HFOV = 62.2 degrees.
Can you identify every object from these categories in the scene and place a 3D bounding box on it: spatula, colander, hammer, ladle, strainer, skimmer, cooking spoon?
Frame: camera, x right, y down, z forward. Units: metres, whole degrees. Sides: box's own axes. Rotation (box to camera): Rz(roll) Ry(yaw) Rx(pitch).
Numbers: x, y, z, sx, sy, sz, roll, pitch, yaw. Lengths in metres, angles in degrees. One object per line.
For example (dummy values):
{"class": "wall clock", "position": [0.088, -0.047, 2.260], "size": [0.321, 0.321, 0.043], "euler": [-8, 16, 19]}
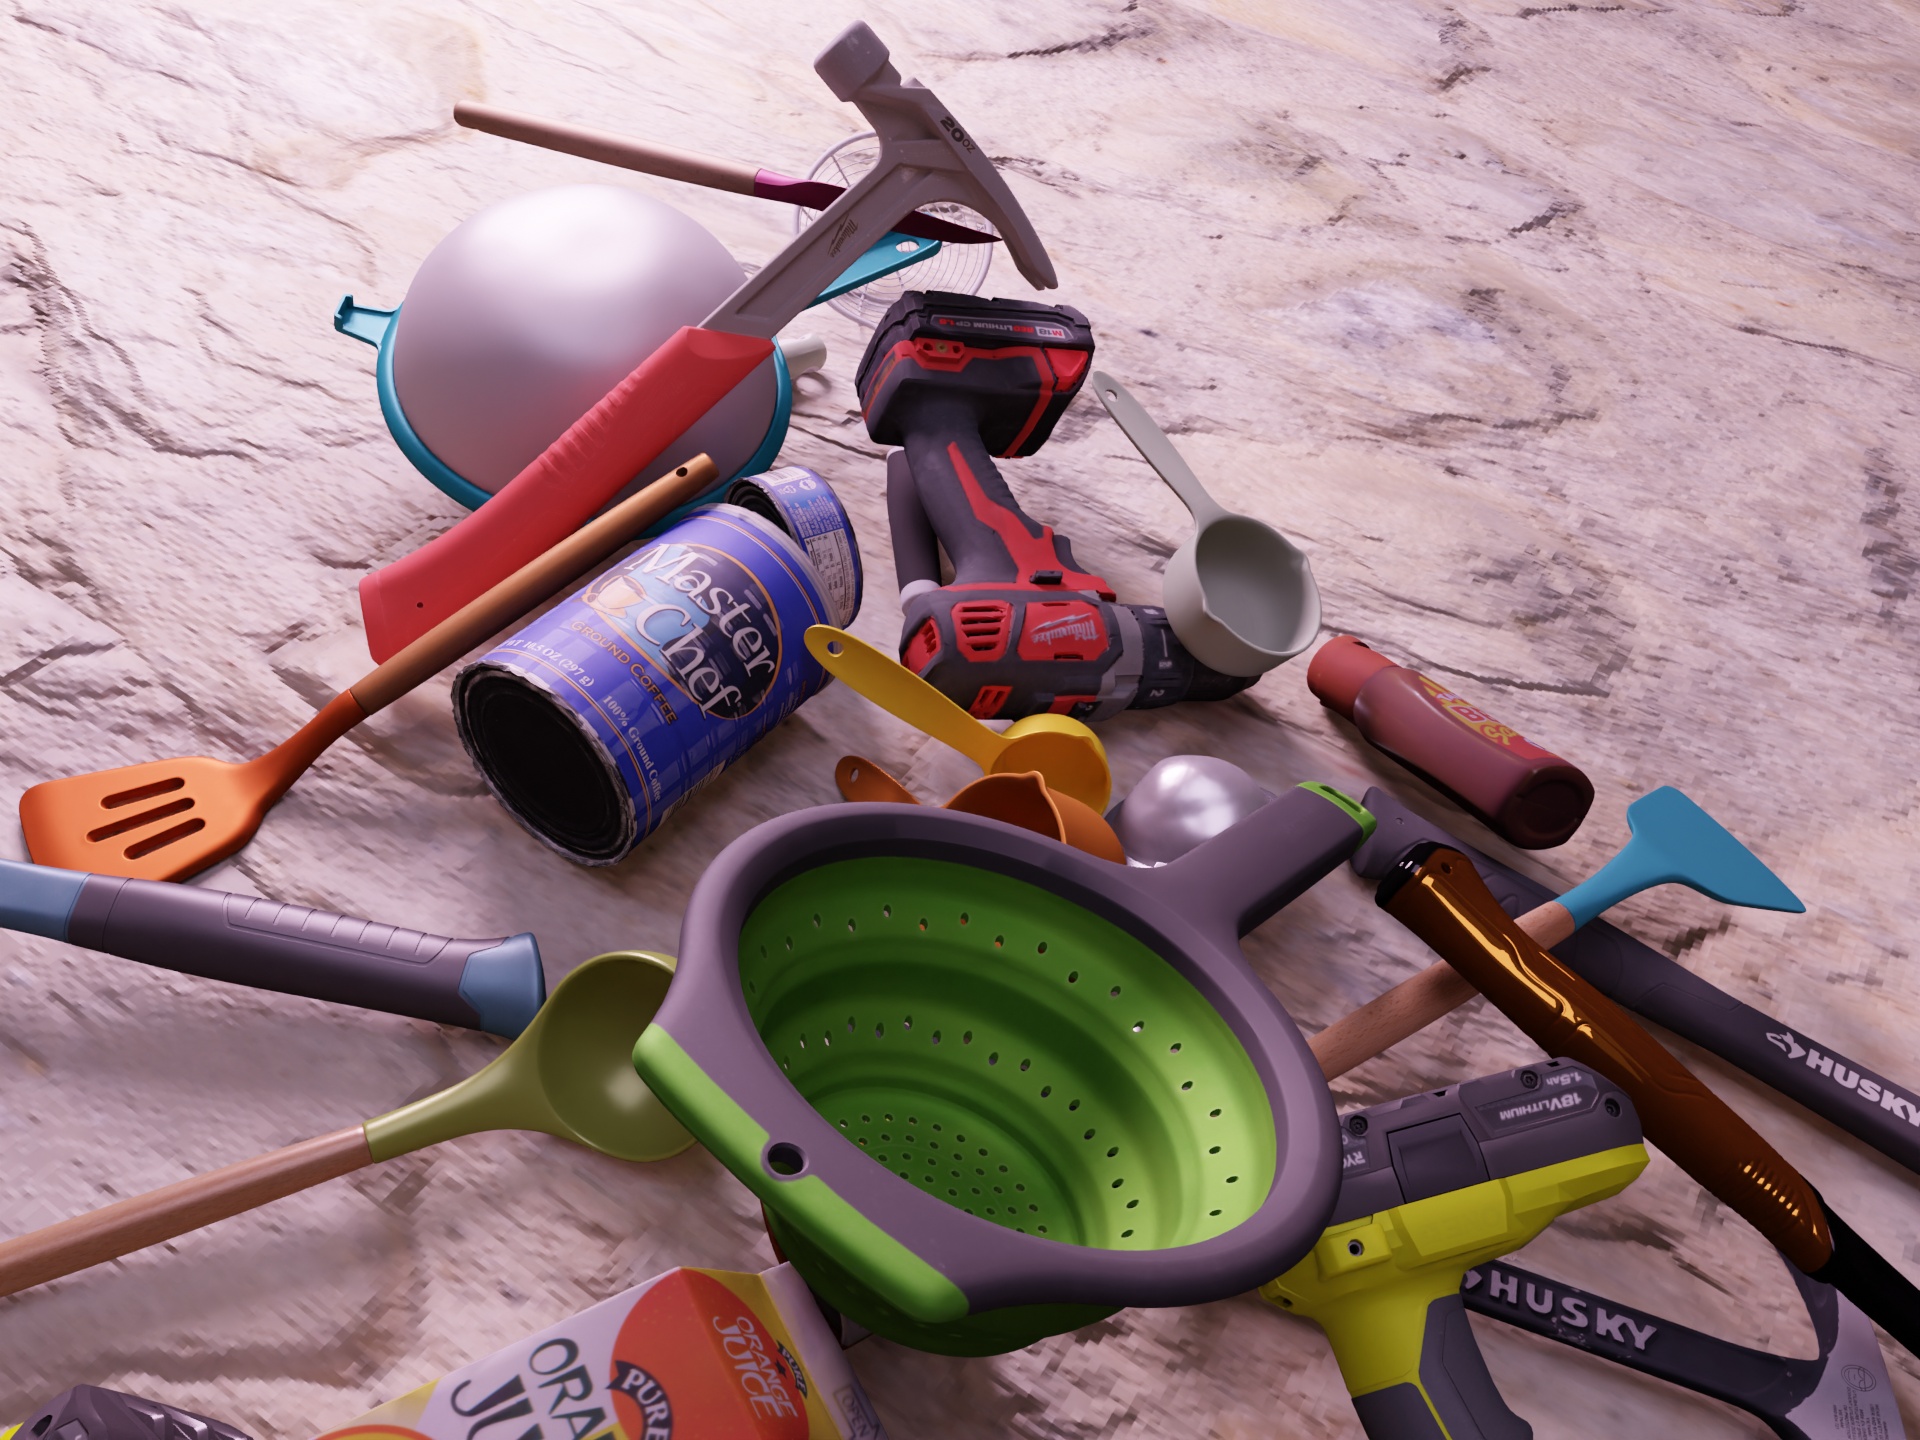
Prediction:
{"class": "spatula", "position": [0.229, 0.100, 0.661], "size": [0.317, 0.044, 0.082], "euler": [-23, 55, -22]}
{"class": "colander", "position": [0.049, 0.104, 0.549], "size": [0.205, 0.094, 0.397], "euler": [35, 28, 23]}
{"class": "hammer", "position": [0.285, 0.171, 0.578], "size": [0.337, 0.034, 0.127], "euler": [43, 43, 15]}
{"class": "hammer", "position": [0.144, 0.188, 0.598], "size": [0.409, 0.036, 0.149], "euler": [19, 45, 8]}
{"class": "spatula", "position": [-0.242, -0.026, 0.684], "size": [0.322, 0.041, 0.081], "euler": [-36, 60, -9]}
{"class": "ladle", "position": [-0.231, 0.156, 0.545], "size": [0.320, 0.062, 0.078], "euler": [-16, 87, -20]}
{"class": "hammer", "position": [-0.320, 0.073, 0.606], "size": [0.331, 0.033, 0.128], "euler": [12, 62, -4]}
{"class": "strainer", "position": [-0.136, -0.228, 0.826], "size": [0.340, 0.095, 0.211], "euler": [-31, 70, -27]}
{"class": "strainer", "position": [0.087, 0.080, 0.661], "size": [0.087, 0.050, 0.259], "euler": [-1, 36, 19]}
{"class": "hammer", "position": [0.322, 0.122, 0.695], "size": [0.335, 0.035, 0.146], "euler": [31, 49, 18]}
{"class": "skimmer", "position": [-0.030, -0.209, 0.906], "size": [0.127, 0.090, 0.364], "euler": [4, 46, -12]}
{"class": "cooking spoon", "position": [-0.129, -0.288, 0.839], "size": [0.319, 0.017, 0.069], "euler": [18, 15, 13]}
{"class": "hammer", "position": [-0.127, -0.144, 0.732], "size": [0.359, 0.149, 0.037], "euler": [-43, 19, -2]}

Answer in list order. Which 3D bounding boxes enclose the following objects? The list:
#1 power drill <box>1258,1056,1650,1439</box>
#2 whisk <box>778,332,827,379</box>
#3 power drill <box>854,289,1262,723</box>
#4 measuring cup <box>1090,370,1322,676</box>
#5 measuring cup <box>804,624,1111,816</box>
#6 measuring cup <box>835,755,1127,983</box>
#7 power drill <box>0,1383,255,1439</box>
{"class": "power drill", "position": [0.188, 0.231, 0.499], "size": [0.171, 0.080, 0.223], "euler": [-13, 64, -7]}
{"class": "whisk", "position": [-0.176, -0.183, 0.887], "size": [0.246, 0.059, 0.058], "euler": [-24, 14, -35]}
{"class": "power drill", "position": [0.047, -0.101, 0.803], "size": [0.187, 0.080, 0.227], "euler": [-1, 62, -24]}
{"class": "measuring cup", "position": [0.106, -0.094, 0.766], "size": [0.083, 0.038, 0.167], "euler": [-30, 81, -39]}
{"class": "measuring cup", "position": [-0.001, -0.002, 0.711], "size": [0.156, 0.062, 0.029], "euler": [33, 23, -11]}
{"class": "measuring cup", "position": [0.005, 0.056, 0.685], "size": [0.052, 0.095, 0.174], "euler": [23, 6, -38]}
{"class": "power drill", "position": [-0.276, 0.255, 0.379], "size": [0.228, 0.080, 0.191], "euler": [-26, 51, 3]}
